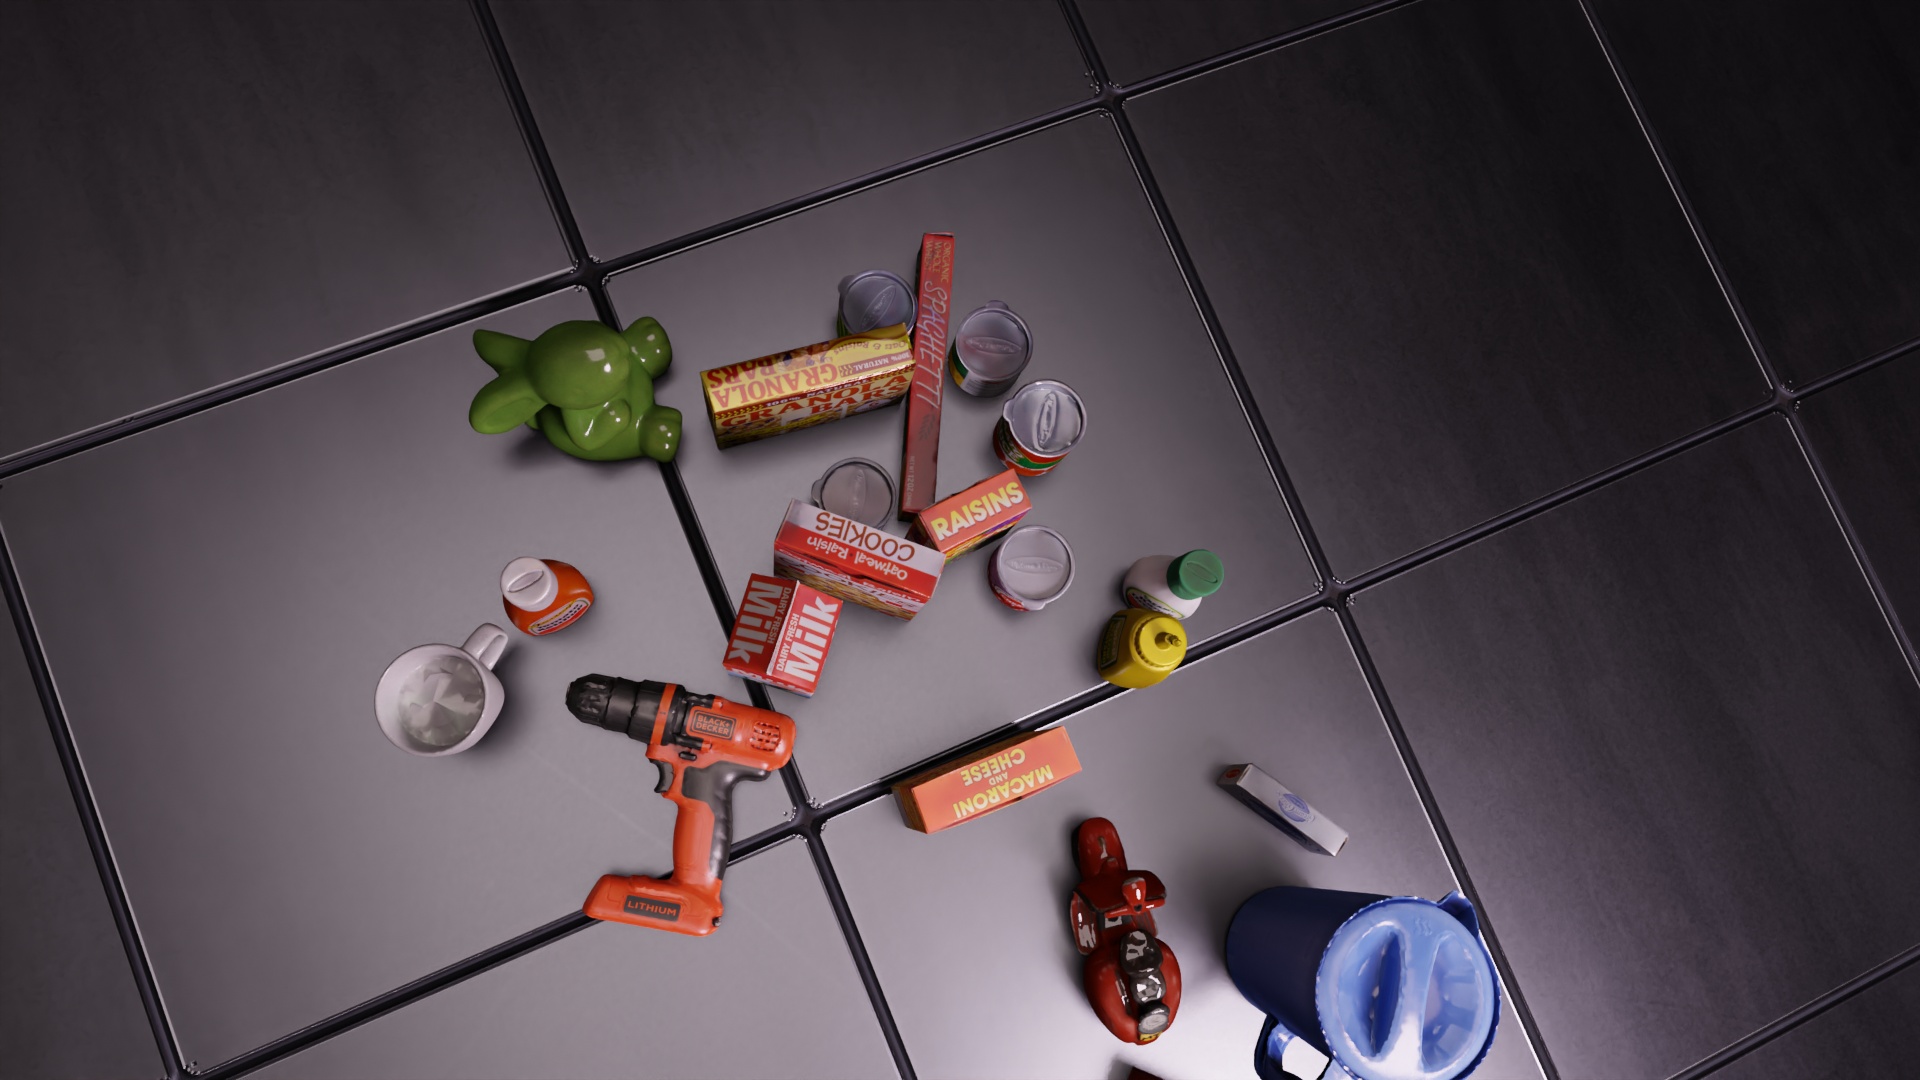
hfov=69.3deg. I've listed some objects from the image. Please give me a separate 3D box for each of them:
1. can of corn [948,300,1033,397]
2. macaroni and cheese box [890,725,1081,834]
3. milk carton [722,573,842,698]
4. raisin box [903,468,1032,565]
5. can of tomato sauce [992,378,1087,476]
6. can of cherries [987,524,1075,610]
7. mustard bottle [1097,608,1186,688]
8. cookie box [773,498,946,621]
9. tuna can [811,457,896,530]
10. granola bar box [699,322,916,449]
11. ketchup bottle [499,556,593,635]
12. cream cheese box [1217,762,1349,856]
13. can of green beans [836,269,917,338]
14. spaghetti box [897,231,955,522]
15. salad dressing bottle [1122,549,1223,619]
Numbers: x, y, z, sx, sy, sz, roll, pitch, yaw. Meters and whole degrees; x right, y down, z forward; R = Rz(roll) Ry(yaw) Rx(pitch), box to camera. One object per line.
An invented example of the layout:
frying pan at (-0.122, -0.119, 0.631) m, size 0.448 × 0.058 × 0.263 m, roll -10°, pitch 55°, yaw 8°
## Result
can of corn at (0.025, -0.164, 1.198) m, size 0.071 × 0.058 × 0.071 m, roll 1°, pitch 80°, yaw -8°
macaroni and cheese box at (0.016, 0.186, 1.079) m, size 0.124 × 0.166 × 0.040 m, roll -21°, pitch 84°, yaw -11°
milk carton at (-0.137, 0.075, 1.065) m, size 0.073 × 0.190 × 0.072 m, roll 17°, pitch 79°, yaw -5°
raisin box at (0.004, -0.014, 1.135) m, size 0.086 × 0.123 × 0.040 m, roll -26°, pitch 85°, yaw -11°
can of tomato sauce at (0.064, -0.094, 1.178) m, size 0.071 × 0.083 × 0.071 m, roll 1°, pitch 80°, yaw -8°
can of cherries at (0.058, 0.026, 1.168) m, size 0.071 × 0.058 × 0.071 m, roll 1°, pitch 80°, yaw -8°
mustard bottle at (0.150, 0.084, 1.119) m, size 0.049 × 0.160 × 0.065 m, roll 14°, pitch 79°, yaw -5°
cookie box at (-0.084, 0.020, 1.094) m, size 0.123 × 0.167 × 0.040 m, roll 20°, pitch 79°, yaw -4°
tuna can at (-0.091, -0.035, 1.171) m, size 0.071 × 0.032 × 0.071 m, roll 1°, pitch 80°, yaw -8°
granola bar box at (-0.125, -0.124, 1.135) m, size 0.166 × 0.124 × 0.039 m, roll -15°, pitch 83°, yaw -10°
ketchup bottle at (-0.322, 0.040, 1.066) m, size 0.065 × 0.148 × 0.043 m, roll -31°, pitch 86°, yaw -12°
cream cheese box at (0.270, 0.225, 1.166) m, size 0.104 × 0.053 × 0.024 m, roll 36°, pitch 78°, yaw -1°
can of green beans at (-0.072, -0.191, 1.189) m, size 0.071 × 0.057 × 0.071 m, roll 1°, pitch 80°, yaw -8°
spaghetti box at (-0.029, -0.140, 1.190) m, size 0.029 × 0.050 × 0.250 m, roll 5°, pitch 79°, yaw -7°
salad dressing bottle at (0.175, 0.035, 1.138) m, size 0.064 × 0.147 × 0.044 m, roll 31°, pitch 78°, yaw -2°
